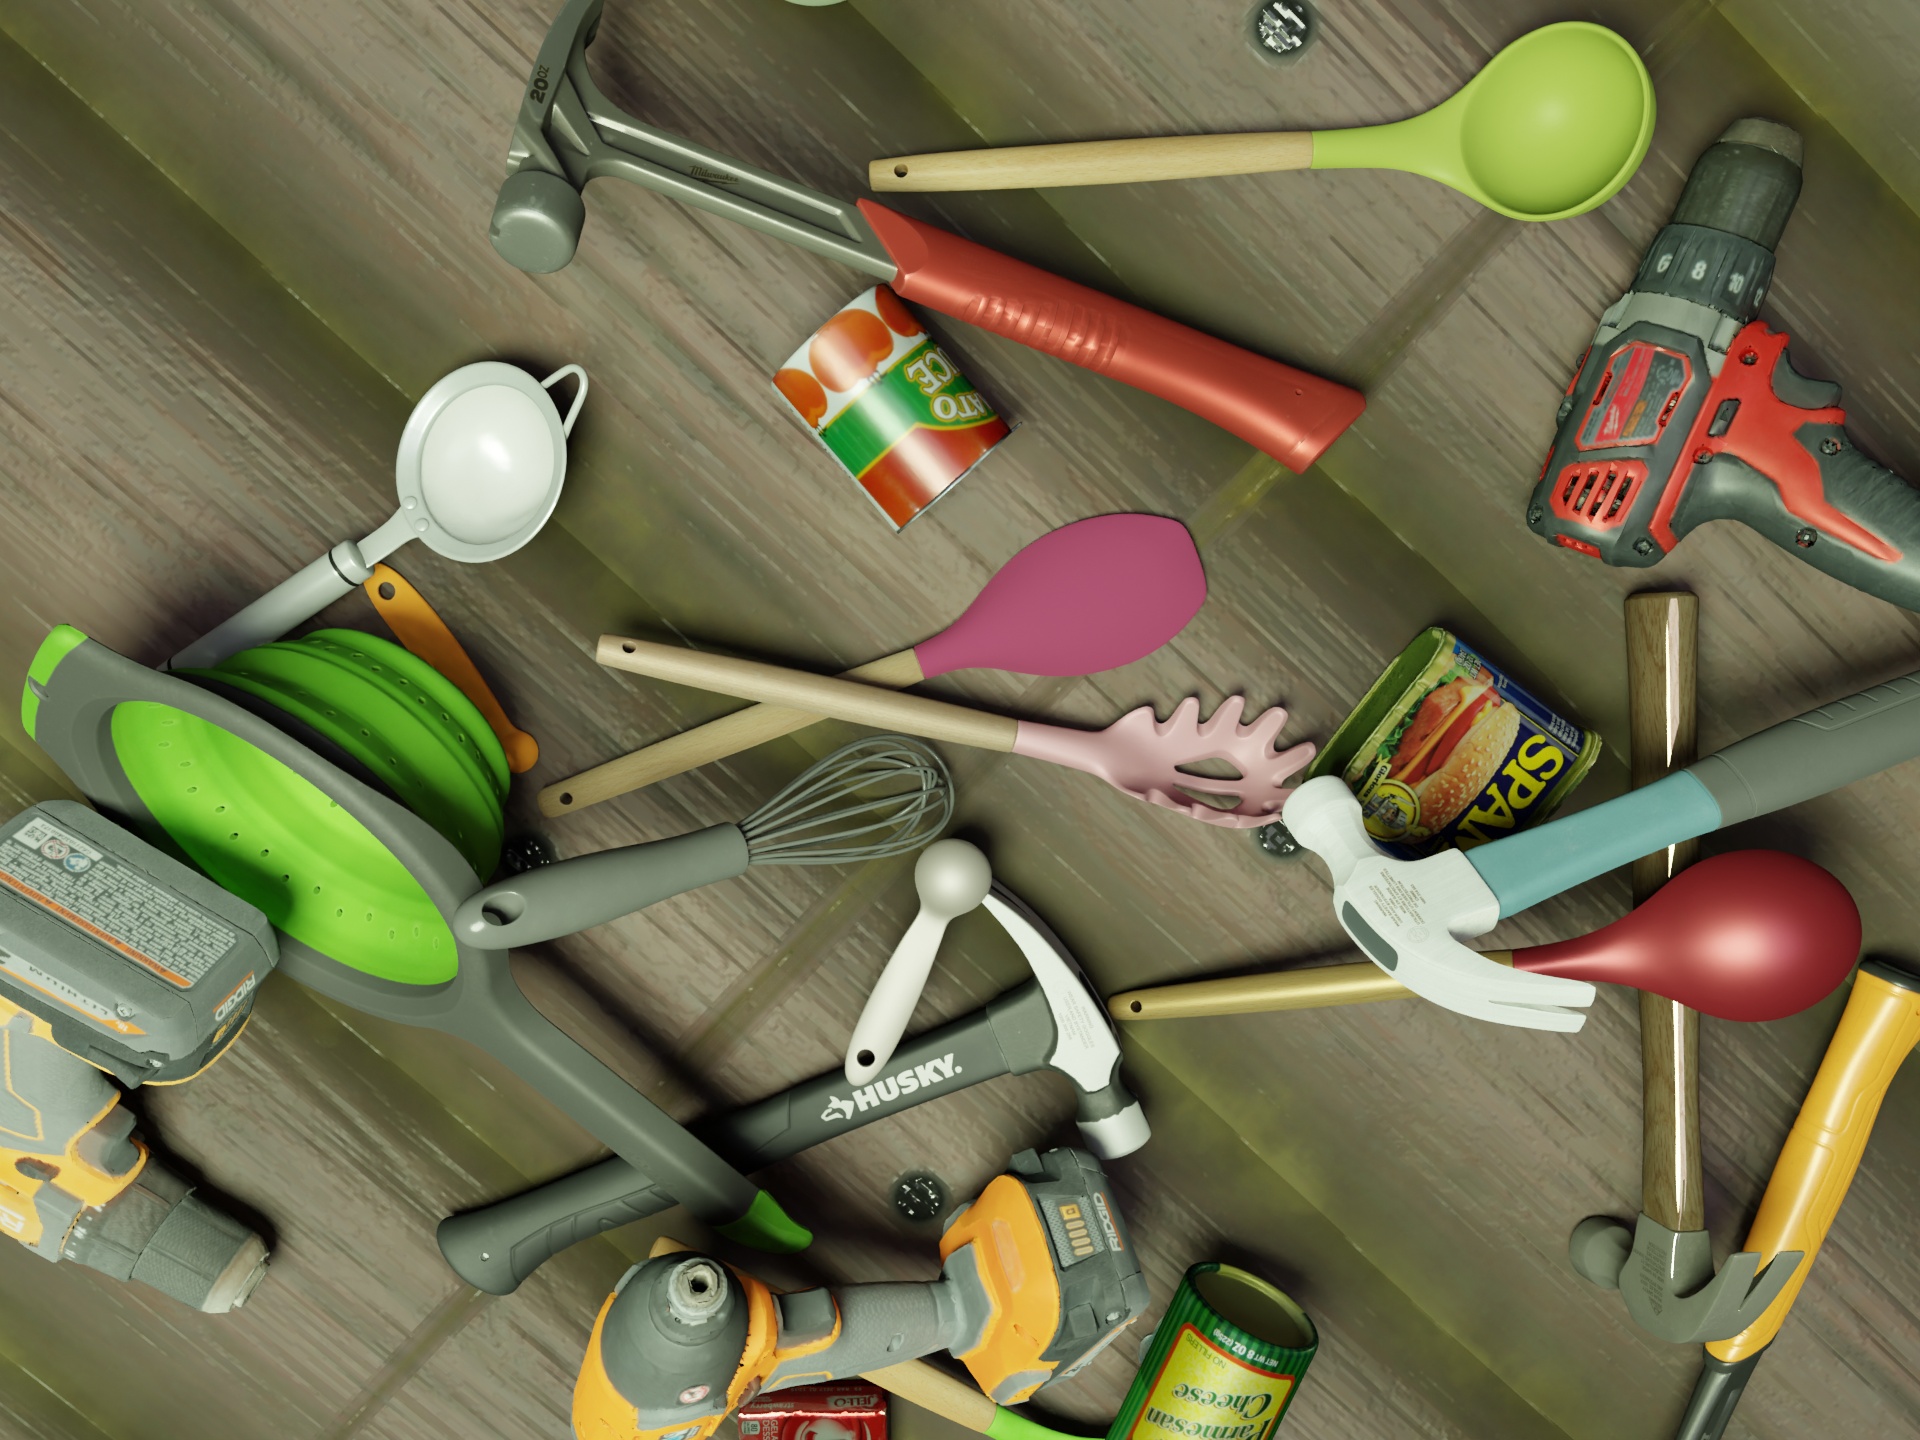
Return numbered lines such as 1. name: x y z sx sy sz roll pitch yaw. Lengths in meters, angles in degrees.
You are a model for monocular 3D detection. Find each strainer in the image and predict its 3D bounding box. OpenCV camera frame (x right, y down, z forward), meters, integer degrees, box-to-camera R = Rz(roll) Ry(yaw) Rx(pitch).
1. strainer: -0.258 -0.074 0.694 0.258 0.050 0.087 -31 76 8

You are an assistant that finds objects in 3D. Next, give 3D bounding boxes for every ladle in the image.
1. ladle: 0.120 -0.239 0.659 0.320 0.062 0.078 -2 93 3
2. ladle: 0.212 0.107 0.686 0.315 0.031 0.069 -11 85 24

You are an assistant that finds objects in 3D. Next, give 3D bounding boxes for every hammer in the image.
1. hammer: -0.091 0.187 0.744 0.335 0.035 0.146 -23 95 6
2. hammer: 0.002 -0.186 0.646 0.359 0.036 0.149 17 57 -16
3. hammer: 0.369 0.269 0.746 0.127 0.034 0.337 16 98 -27
4. hammer: 0.314 0.109 0.702 0.031 0.130 0.331 -2 92 -9
5. hammer: 0.306 0.026 0.637 0.331 0.128 0.033 -20 142 -9

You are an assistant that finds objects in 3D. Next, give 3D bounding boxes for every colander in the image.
1. colander: -0.201 0.083 0.687 0.397 0.094 0.204 43 140 -13

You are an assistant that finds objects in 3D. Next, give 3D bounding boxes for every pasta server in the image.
1. pasta server: -0.001 -0.002 0.697 0.316 0.040 0.060 12 63 -7

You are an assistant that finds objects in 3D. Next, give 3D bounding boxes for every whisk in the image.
1. whisk: -0.095 0.050 0.652 0.239 0.055 0.055 -15 104 -41

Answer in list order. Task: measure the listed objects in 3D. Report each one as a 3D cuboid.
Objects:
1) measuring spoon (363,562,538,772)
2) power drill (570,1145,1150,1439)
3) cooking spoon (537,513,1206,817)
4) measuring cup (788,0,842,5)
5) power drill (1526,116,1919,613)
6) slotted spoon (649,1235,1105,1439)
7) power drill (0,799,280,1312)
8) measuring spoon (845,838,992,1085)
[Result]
1. measuring spoon: -0.233 -0.024 0.721 0.021 0.011 0.117 -36 98 6
2. power drill: -0.042 0.245 0.662 0.226 0.084 0.164 -5 144 -23
3. cooking spoon: -0.042 -0.016 0.718 0.319 0.017 0.068 -21 100 3
4. measuring cup: -0.053 -0.377 0.645 0.083 0.038 0.167 10 98 -2
5. power drill: 0.364 -0.126 0.633 0.227 0.080 0.188 26 100 26
6. slotted spoon: -0.009 0.322 0.757 0.313 0.031 0.070 32 98 -11
7. power drill: -0.370 0.163 0.695 0.185 0.084 0.226 32 123 -5
8. measuring spoon: -0.022 0.110 0.703 0.034 0.018 0.124 25 99 -1
